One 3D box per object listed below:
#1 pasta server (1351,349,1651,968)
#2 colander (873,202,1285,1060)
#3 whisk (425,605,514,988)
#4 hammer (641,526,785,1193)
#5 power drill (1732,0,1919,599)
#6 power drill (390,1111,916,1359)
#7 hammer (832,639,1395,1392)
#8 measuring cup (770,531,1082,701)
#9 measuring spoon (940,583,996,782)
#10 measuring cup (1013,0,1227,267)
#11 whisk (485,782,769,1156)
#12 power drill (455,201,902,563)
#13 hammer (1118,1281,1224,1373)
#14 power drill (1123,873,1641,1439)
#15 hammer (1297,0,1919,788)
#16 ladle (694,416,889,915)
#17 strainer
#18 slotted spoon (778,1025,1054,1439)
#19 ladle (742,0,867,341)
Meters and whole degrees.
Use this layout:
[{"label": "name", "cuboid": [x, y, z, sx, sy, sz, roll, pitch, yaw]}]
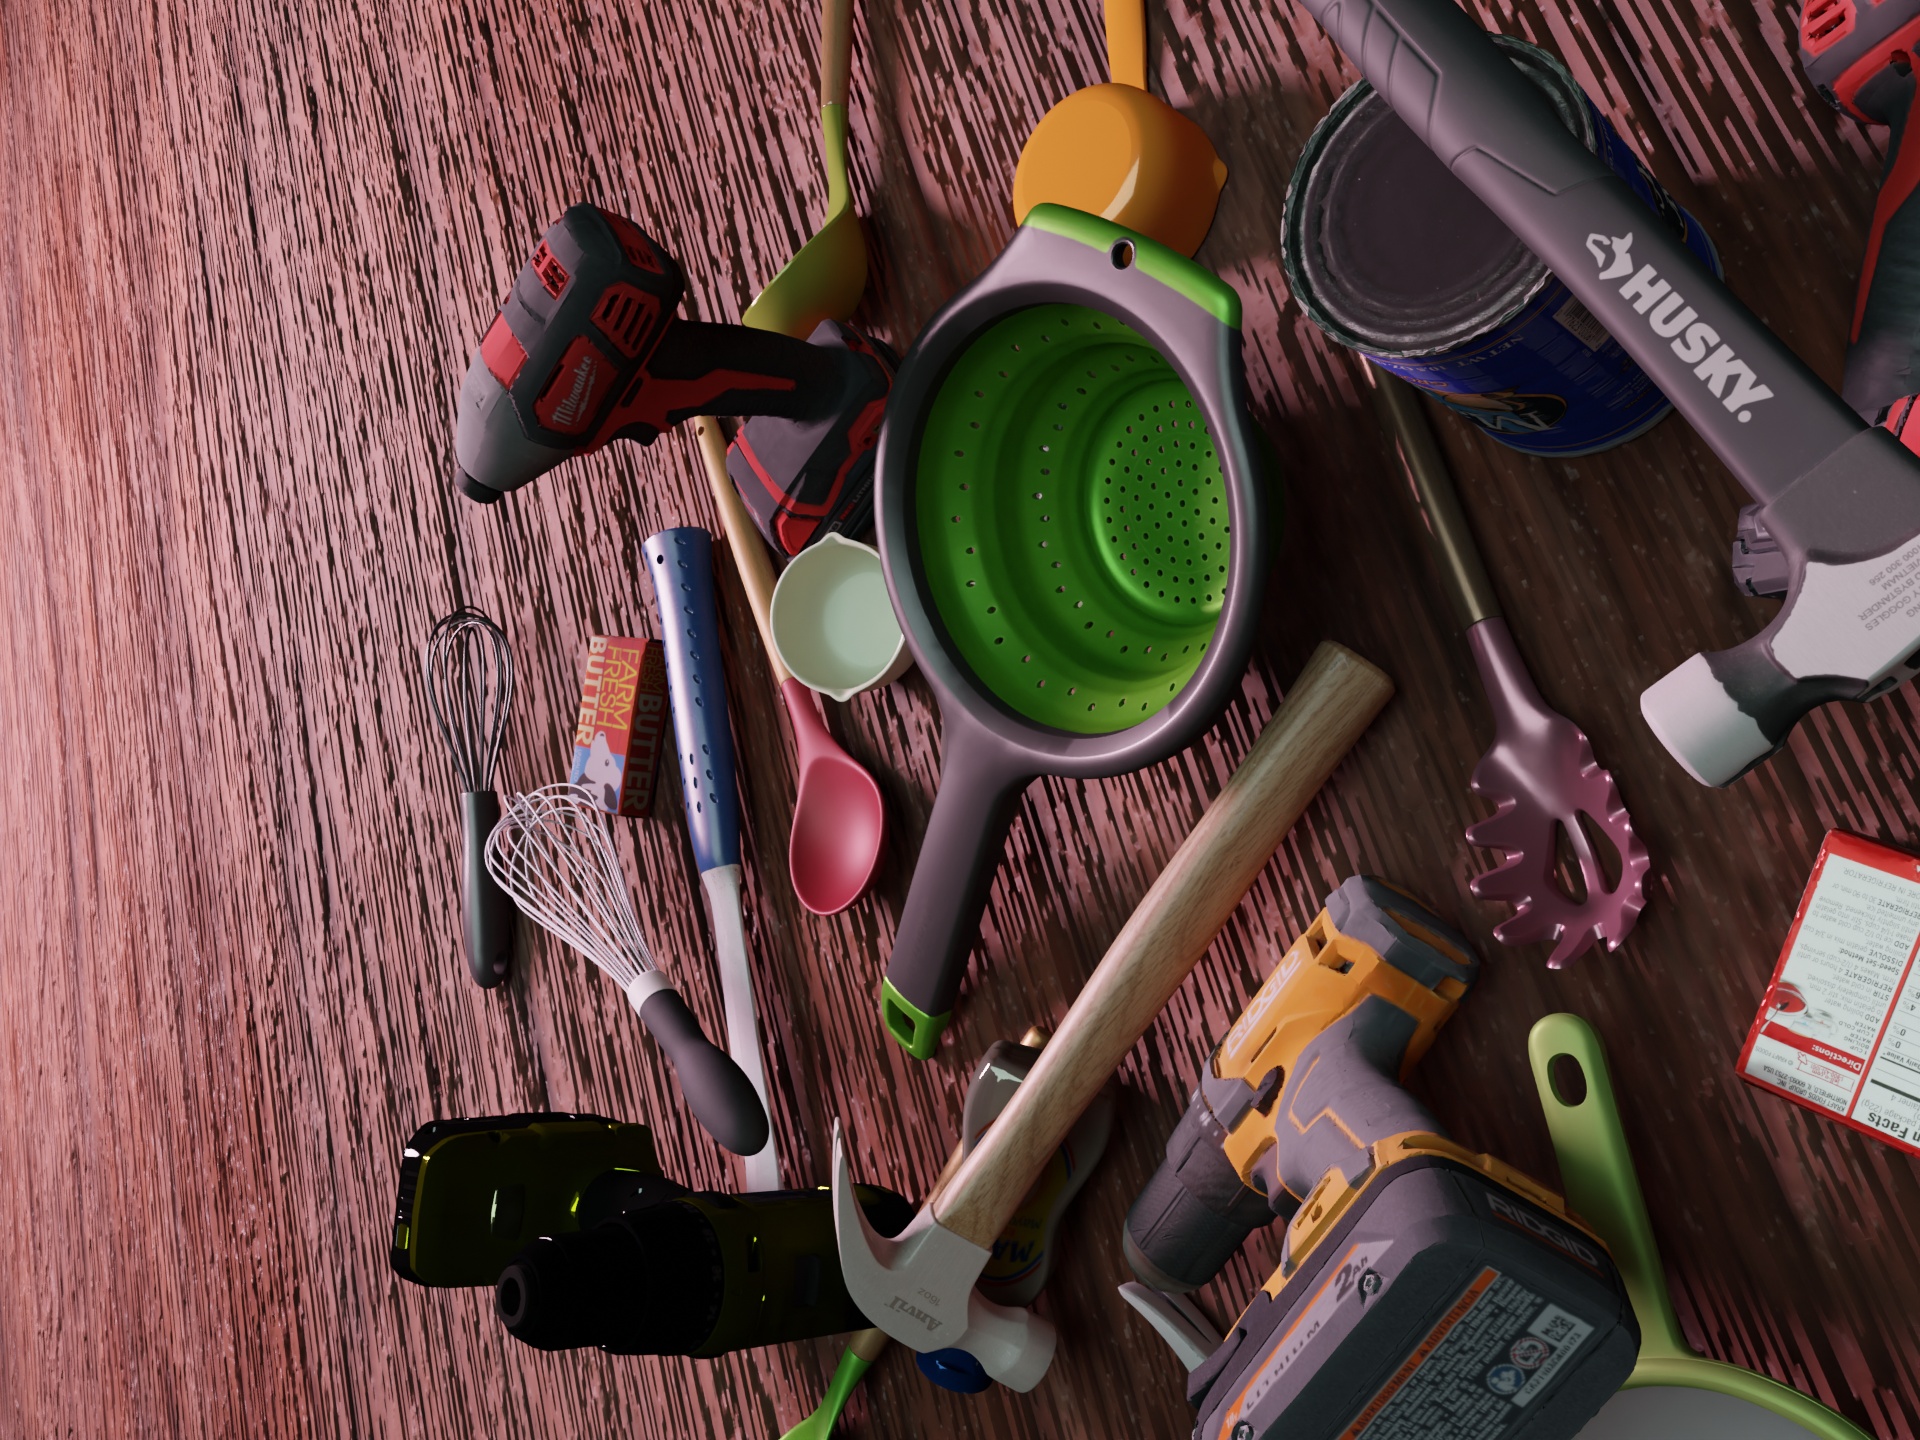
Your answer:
[{"label": "pasta server", "cuboid": [0.186, -0.061, 0.602, 0.060, 0.040, 0.316, -30, 65, 37]}, {"label": "colander", "cuboid": [0.045, -0.016, 0.694, 0.205, 0.094, 0.396, 37, 126, 33]}, {"label": "whisk", "cuboid": [-0.300, 0.047, 0.988, 0.055, 0.055, 0.239, -10, 82, 39]}, {"label": "hammer", "cuboid": [-0.120, 0.088, 0.839, 0.144, 0.035, 0.406, -22, 71, 36]}, {"label": "power drill", "cuboid": [0.297, -0.148, 0.437, 0.080, 0.188, 0.227, 6, 89, -2]}, {"label": "power drill", "cuboid": [-0.157, 0.229, 0.707, 0.228, 0.190, 0.080, -4, 79, 44]}, {"label": "hammer", "cuboid": [0.063, 0.111, 0.637, 0.331, 0.130, 0.031, -56, 16, 5]}, {"label": "measuring cup", "cuboid": [-0.011, -0.054, 0.773, 0.167, 0.038, 0.083, -4, 90, 22]}, {"label": "measuring spoon", "cuboid": [-0.001, -0.002, 0.745, 0.034, 0.018, 0.124, 3, 101, 17]}, {"label": "measuring cup", "cuboid": [0.064, -0.282, 0.721, 0.095, 0.052, 0.174, -8, 81, 39]}, {"label": "whisk", "cuboid": [-0.171, 0.121, 0.819, 0.285, 0.070, 0.070, 43, 111, 40]}, {"label": "power drill", "cuboid": [-0.129, -0.145, 0.755, 0.143, 0.219, 0.079, -50, 56, 23]}, {"label": "hammer", "cuboid": [-0.013, 0.387, 0.712, 0.409, 0.036, 0.149, -39, 60, 30]}, {"label": "power drill", "cuboid": [0.117, 0.170, 0.533, 0.084, 0.226, 0.185, 30, 108, -7]}, {"label": "hammer", "cuboid": [0.168, -0.156, 0.446, 0.146, 0.035, 0.335, -44, 59, 28]}, {"label": "ladle", "cuboid": [-0.097, -0.041, 0.843, 0.069, 0.031, 0.316, -35, 62, 28]}, {"label": "strainer", "cuboid": [0.234, 0.221, 0.507, 0.151, 0.069, 0.256, -24, 66, 37]}, {"label": "slotted spoon", "cuboid": [-0.033, 0.276, 0.744, 0.313, 0.031, 0.070, -62, 14, 11]}, {"label": "ladle", "cuboid": [-0.078, -0.353, 0.850, 0.078, 0.062, 0.320, 157, 116, -65]}]
